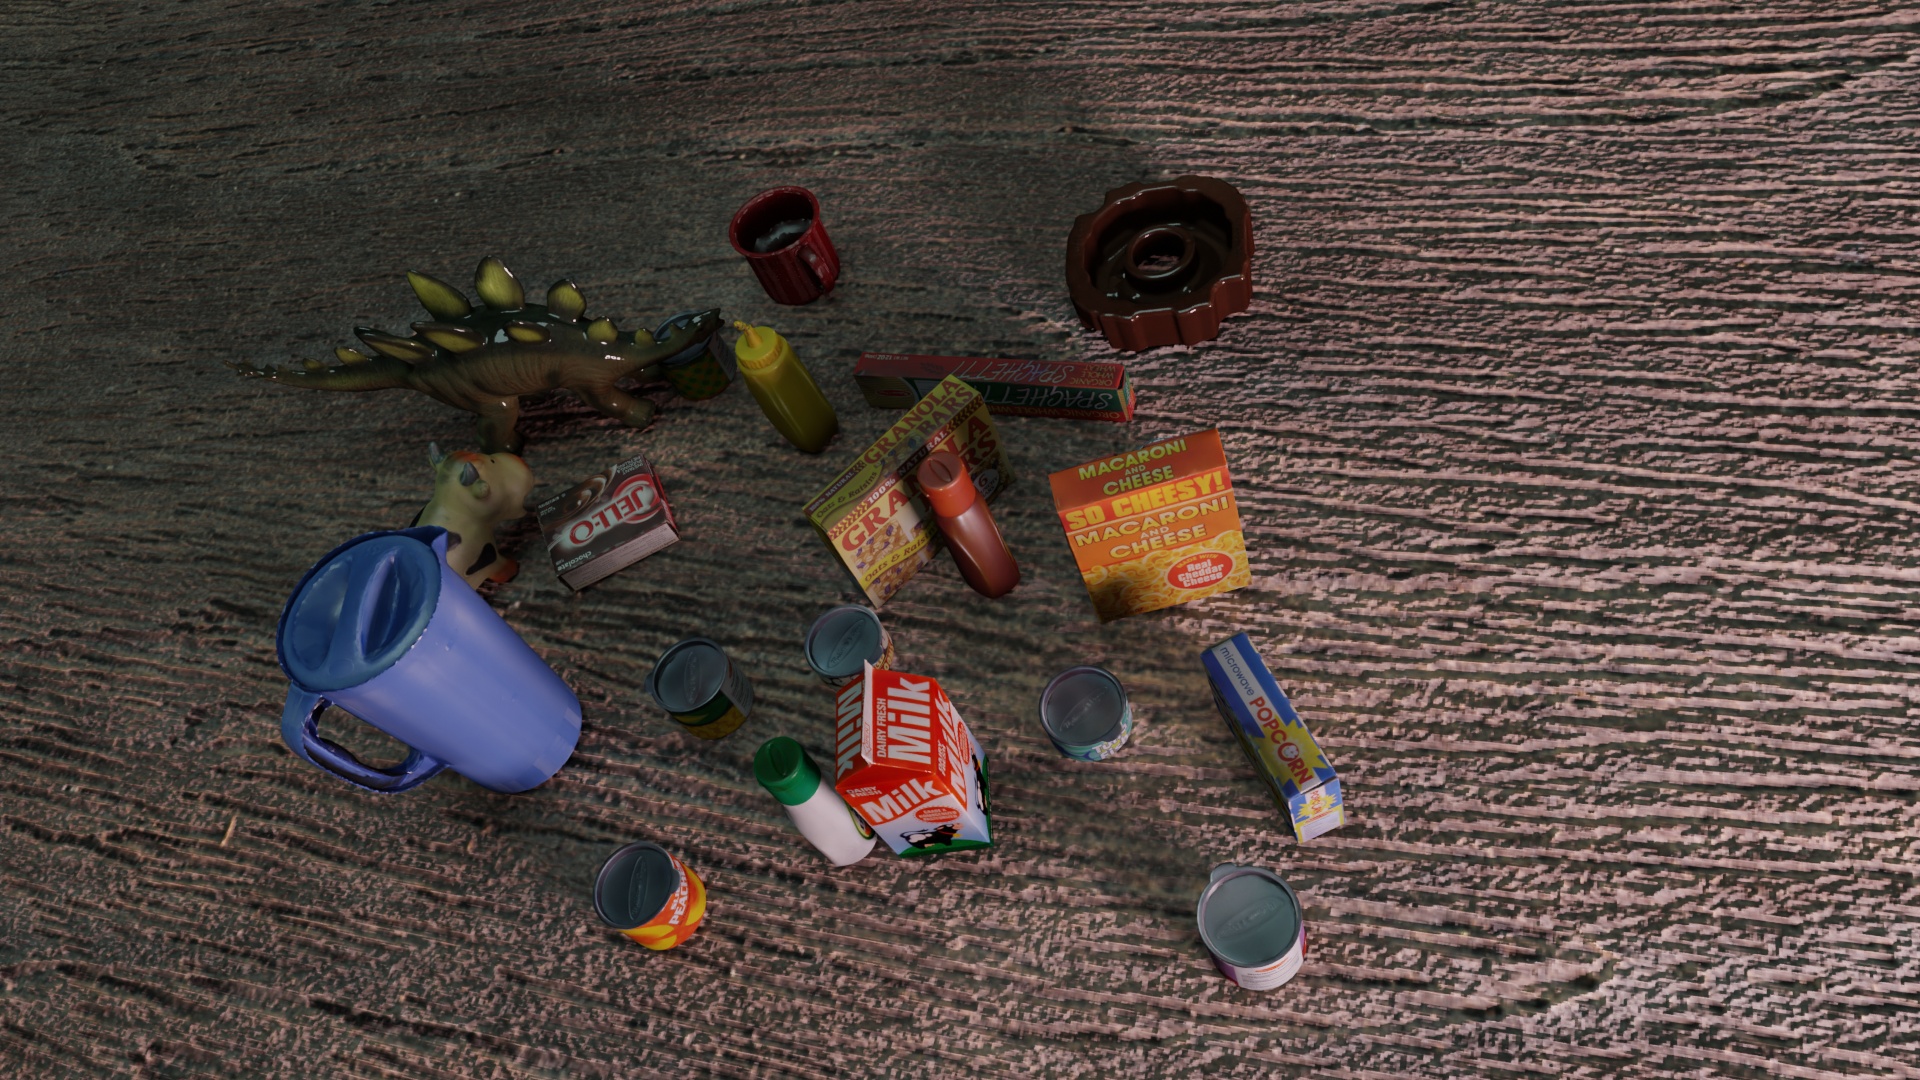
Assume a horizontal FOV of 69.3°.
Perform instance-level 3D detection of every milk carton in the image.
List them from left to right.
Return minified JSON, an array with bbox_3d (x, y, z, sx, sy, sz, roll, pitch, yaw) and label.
[{"bbox_3d":[-0.036,0.154,0.966,0.073,0.189,0.073,-10,56,12],"label":"milk carton"}]

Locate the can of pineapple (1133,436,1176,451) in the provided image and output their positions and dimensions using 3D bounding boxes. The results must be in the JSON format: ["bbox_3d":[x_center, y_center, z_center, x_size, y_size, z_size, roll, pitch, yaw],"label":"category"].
[{"bbox_3d":[0.169,-0.040,1.106,0.071,0.057,0.071,-8,56,13],"label":"can of pineapple"}]

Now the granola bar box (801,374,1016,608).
[{"bbox_3d":[-0.039,-0.039,1.133,0.166,0.123,0.039,-43,56,-12],"label":"granola bar box"}]

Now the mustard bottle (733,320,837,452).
[{"bbox_3d":[-0.159,-0.141,1.216,0.065,0.159,0.049,34,74,32],"label":"mustard bottle"}]

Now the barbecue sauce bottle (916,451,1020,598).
[{"bbox_3d":[0.004,-0.014,1.087,0.044,0.148,0.065,-37,55,-7],"label":"barbecue sauce bottle"}]

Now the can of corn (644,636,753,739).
[{"bbox_3d":[-0.211,0.121,1.126,0.071,0.058,0.071,-8,56,13],"label":"can of corn"}]

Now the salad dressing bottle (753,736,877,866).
[{"bbox_3d":[-0.104,0.186,0.993,0.044,0.147,0.064,-30,54,-2],"label":"salad dressing bottle"}]

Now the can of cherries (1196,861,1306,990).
[{"bbox_3d":[0.191,0.252,0.910,0.071,0.058,0.072,-8,56,13],"label":"can of cherries"}]

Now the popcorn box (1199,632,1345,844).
[{"bbox_3d":[0.215,0.136,0.960,0.038,0.085,0.127,-27,54,0],"label":"popcorn box"}]

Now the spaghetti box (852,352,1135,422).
[{"bbox_3d":[0.029,-0.135,1.218,0.250,0.050,0.029,5,61,21],"label":"spaghetti box"}]

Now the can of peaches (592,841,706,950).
[{"bbox_3d":[-0.229,0.266,1.038,0.071,0.058,0.071,-8,56,13],"label":"can of peaches"}]

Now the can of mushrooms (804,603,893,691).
[{"bbox_3d":[-0.088,0.089,1.122,0.071,0.033,0.071,-8,56,13],"label":"can of mushrooms"}]

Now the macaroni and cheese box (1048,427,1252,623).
[{"bbox_3d":[0.143,-0.008,1.027,0.124,0.165,0.040,-16,55,8],"label":"macaroni and cheese box"}]

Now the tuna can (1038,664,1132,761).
[{"bbox_3d":[0.095,0.131,1.035,0.071,0.032,0.071,-8,56,13],"label":"tuna can"}]

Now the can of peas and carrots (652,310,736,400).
[{"bbox_3d":[-0.259,-0.176,1.334,0.071,0.058,0.071,-8,56,13],"label":"can of peas and carrots"}]
